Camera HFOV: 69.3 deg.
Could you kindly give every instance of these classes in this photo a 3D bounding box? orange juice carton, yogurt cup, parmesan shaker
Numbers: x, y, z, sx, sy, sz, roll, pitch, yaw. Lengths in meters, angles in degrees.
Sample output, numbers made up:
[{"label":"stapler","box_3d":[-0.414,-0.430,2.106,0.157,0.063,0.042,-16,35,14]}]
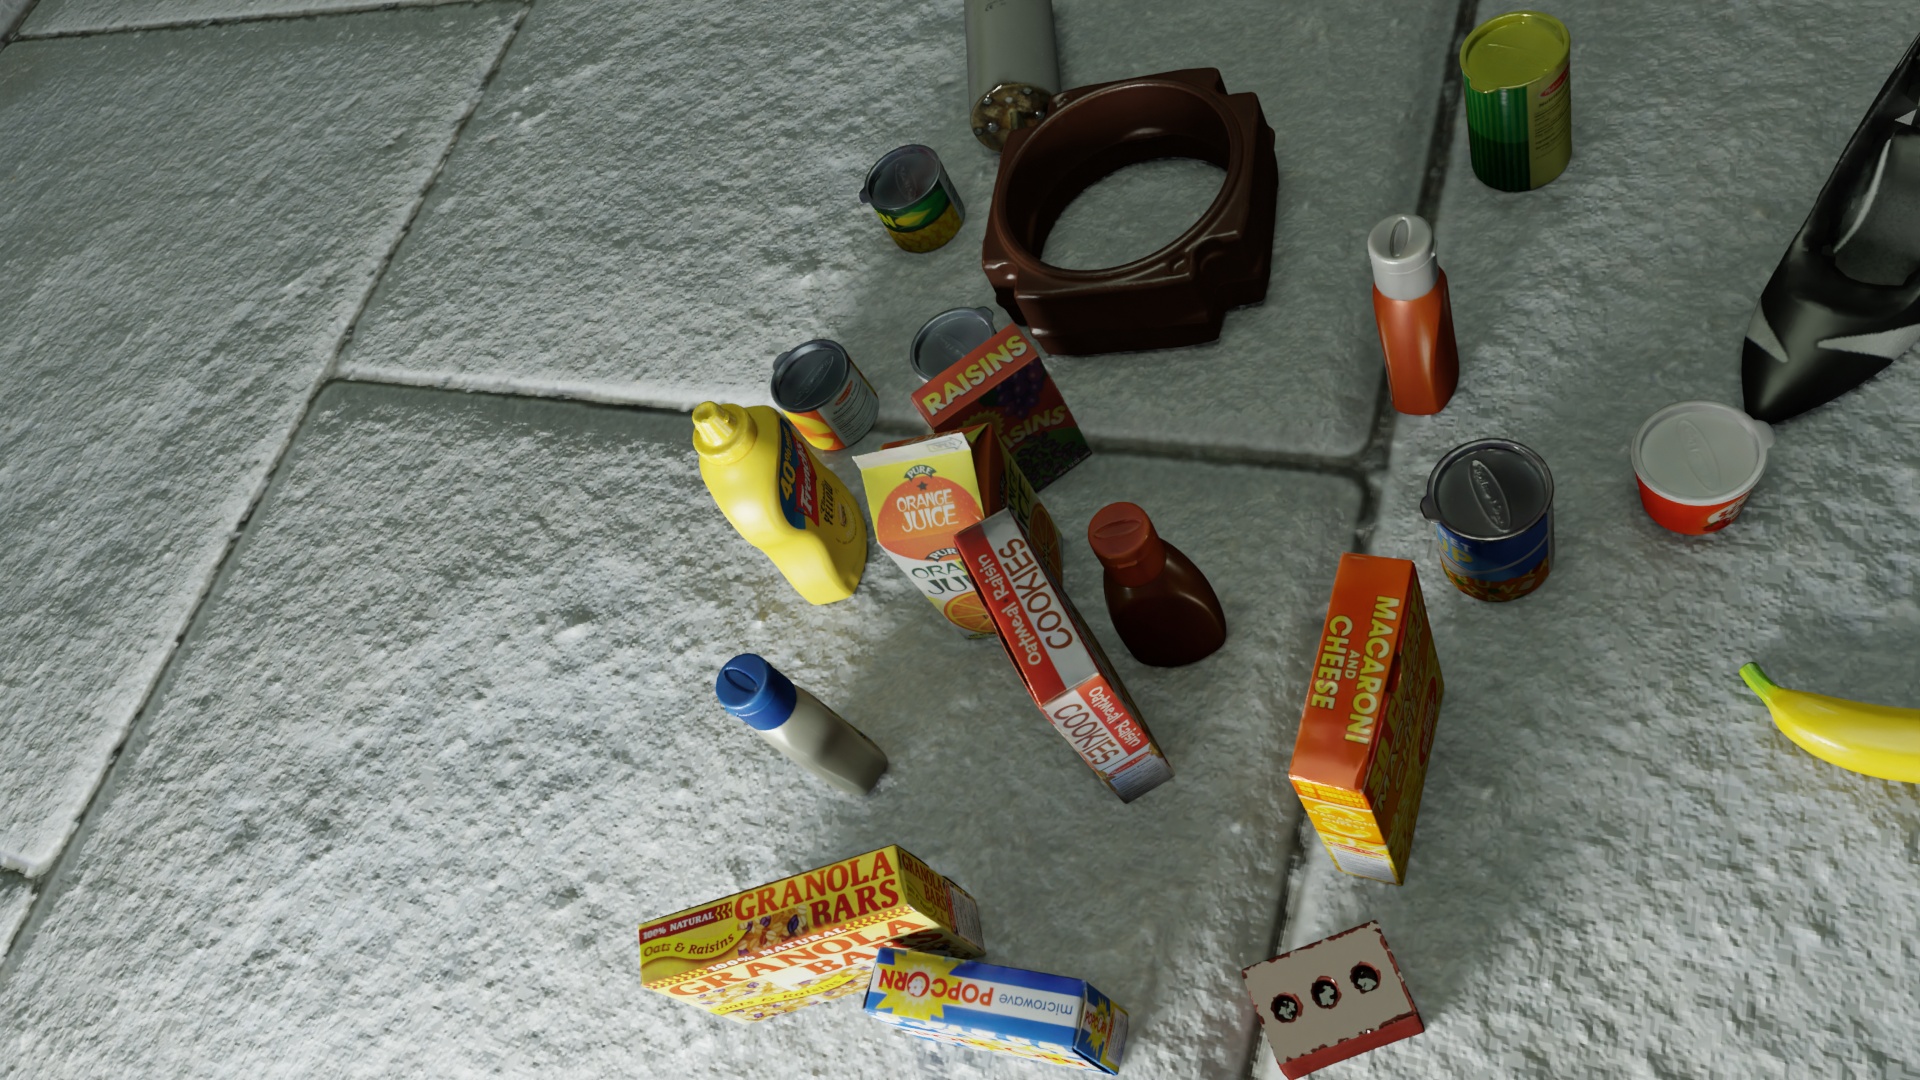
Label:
[{"label":"orange juice carton","box_3d":[0.003,-0.011,0.873,0.072,0.192,0.073,-9,59,19]},{"label":"yogurt cup","box_3d":[0.420,-0.039,0.793,0.072,0.053,0.073,-11,59,18]},{"label":"parmesan shaker","box_3d":[0.370,-0.289,0.928,0.071,0.102,0.071,-11,59,18]}]

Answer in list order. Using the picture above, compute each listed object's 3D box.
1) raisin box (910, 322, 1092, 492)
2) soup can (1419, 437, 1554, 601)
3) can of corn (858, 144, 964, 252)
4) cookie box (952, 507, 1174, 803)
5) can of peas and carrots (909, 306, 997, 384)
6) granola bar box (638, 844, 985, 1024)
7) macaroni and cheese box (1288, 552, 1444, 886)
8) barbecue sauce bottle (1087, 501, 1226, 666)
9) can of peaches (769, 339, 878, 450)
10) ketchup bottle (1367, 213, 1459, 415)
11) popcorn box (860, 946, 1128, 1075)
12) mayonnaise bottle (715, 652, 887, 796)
[{"label":"raisin box","box_3d":[0.030,-0.079,0.943,0.086,0.123,0.040,-34,54,2]},{"label":"soup can","box_3d":[0.307,-0.010,0.807,0.071,0.083,0.071,-11,59,18]},{"label":"can of corn","box_3d":[-0.039,-0.275,1.126,0.071,0.058,0.071,-11,59,18]},{"label":"cookie box","box_3d":[0.062,0.071,0.816,0.040,0.167,0.123,-31,55,5]},{"label":"can of peas and carrots","box_3d":[0.006,-0.130,1.023,0.071,0.058,0.071,-11,59,18]},{"label":"granola bar box","box_3d":[-0.085,0.233,0.814,0.165,0.124,0.039,-20,56,12]},{"label":"macaroni and cheese box","box_3d":[0.219,0.098,0.733,0.040,0.166,0.124,8,66,27]},{"label":"barbecue sauce bottle","box_3d":[0.114,0.028,0.830,0.065,0.148,0.044,-15,58,16]},{"label":"can of peaches","box_3d":[-0.104,-0.111,1.061,0.071,0.058,0.071,-11,59,18]},{"label":"ketchup bottle","box_3d":[0.279,-0.140,0.854,0.043,0.148,0.065,5,65,26]},{"label":"popcorn box","box_3d":[0.021,0.263,0.774,0.126,0.085,0.038,2,63,24]},{"label":"mayonnaise bottle","box_3d":[-0.102,0.115,0.874,0.065,0.147,0.041,25,75,33]}]
